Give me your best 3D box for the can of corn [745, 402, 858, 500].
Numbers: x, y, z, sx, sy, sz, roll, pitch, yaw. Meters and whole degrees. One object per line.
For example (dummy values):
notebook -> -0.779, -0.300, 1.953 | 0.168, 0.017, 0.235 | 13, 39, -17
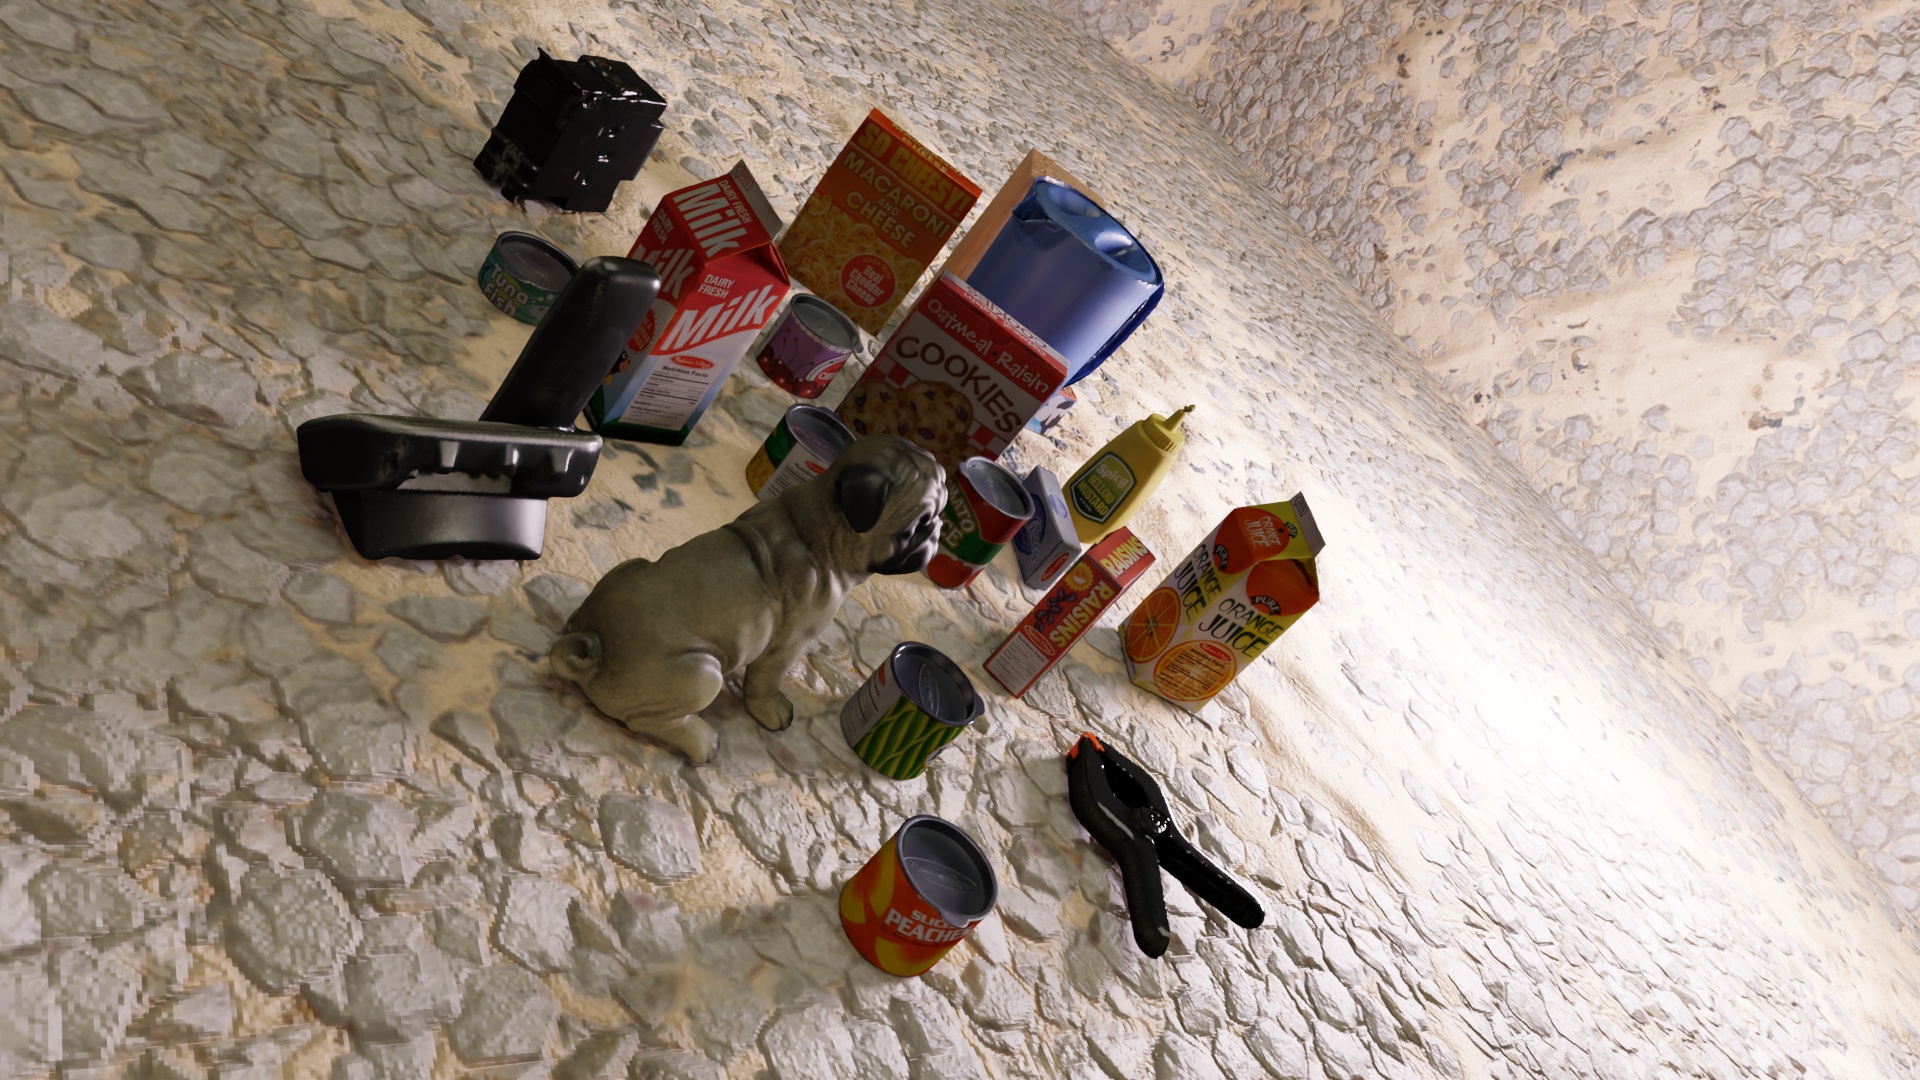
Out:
can of corn -> -0.112, -0.057, 0.999 | 0.071, 0.058, 0.071 | 31, 29, -19

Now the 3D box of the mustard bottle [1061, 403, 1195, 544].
mustard bottle -> 0.152, -0.067, 1.237 | 0.065, 0.159, 0.049 | 49, 28, 15

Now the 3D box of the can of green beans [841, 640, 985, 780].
can of green beans -> -0.032, 0.106, 0.862 | 0.071, 0.057, 0.071 | 31, 29, -19

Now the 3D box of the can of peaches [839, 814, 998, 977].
can of peaches -> -0.023, 0.193, 0.746 | 0.071, 0.057, 0.071 | 31, 29, -19

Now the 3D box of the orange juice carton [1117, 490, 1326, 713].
orange juice carton -> 0.219, 0.046, 1.122 | 0.073, 0.192, 0.072 | 28, 30, -24

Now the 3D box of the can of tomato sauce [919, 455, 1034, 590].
can of tomato sauce -> 0.004, -0.013, 1.055 | 0.071, 0.082, 0.071 | 31, 29, -19

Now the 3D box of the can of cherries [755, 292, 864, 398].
can of cherries -> -0.123, -0.156, 1.132 | 0.071, 0.058, 0.072 | 31, 29, -19

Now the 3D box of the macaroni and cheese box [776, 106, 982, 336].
macaroni and cheese box -> -0.078, -0.288, 1.265 | 0.123, 0.165, 0.040 | 35, 28, -11

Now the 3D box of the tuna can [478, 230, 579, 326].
tuna can -> -0.301, -0.182, 0.971 | 0.071, 0.032, 0.071 | 31, 29, -19

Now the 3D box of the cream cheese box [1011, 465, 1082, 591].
cream cheese box -> 0.067, -0.011, 1.164 | 0.024, 0.053, 0.104 | 25, 31, -29

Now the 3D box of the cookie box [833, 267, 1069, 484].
cookie box -> -0.014, -0.109, 1.082 | 0.123, 0.166, 0.040 | 35, 27, -11

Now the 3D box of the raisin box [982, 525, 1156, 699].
raisin box -> 0.080, 0.051, 1.013 | 0.040, 0.123, 0.086 | 45, 27, 8

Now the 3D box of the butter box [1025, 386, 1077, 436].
butter box -> 0.058, -0.140, 1.343 | 0.103, 0.053, 0.024 | 20, 34, -35

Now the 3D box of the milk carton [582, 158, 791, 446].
milk carton -> -0.180, -0.156, 0.916 | 0.073, 0.189, 0.072 | 6, 43, -49
